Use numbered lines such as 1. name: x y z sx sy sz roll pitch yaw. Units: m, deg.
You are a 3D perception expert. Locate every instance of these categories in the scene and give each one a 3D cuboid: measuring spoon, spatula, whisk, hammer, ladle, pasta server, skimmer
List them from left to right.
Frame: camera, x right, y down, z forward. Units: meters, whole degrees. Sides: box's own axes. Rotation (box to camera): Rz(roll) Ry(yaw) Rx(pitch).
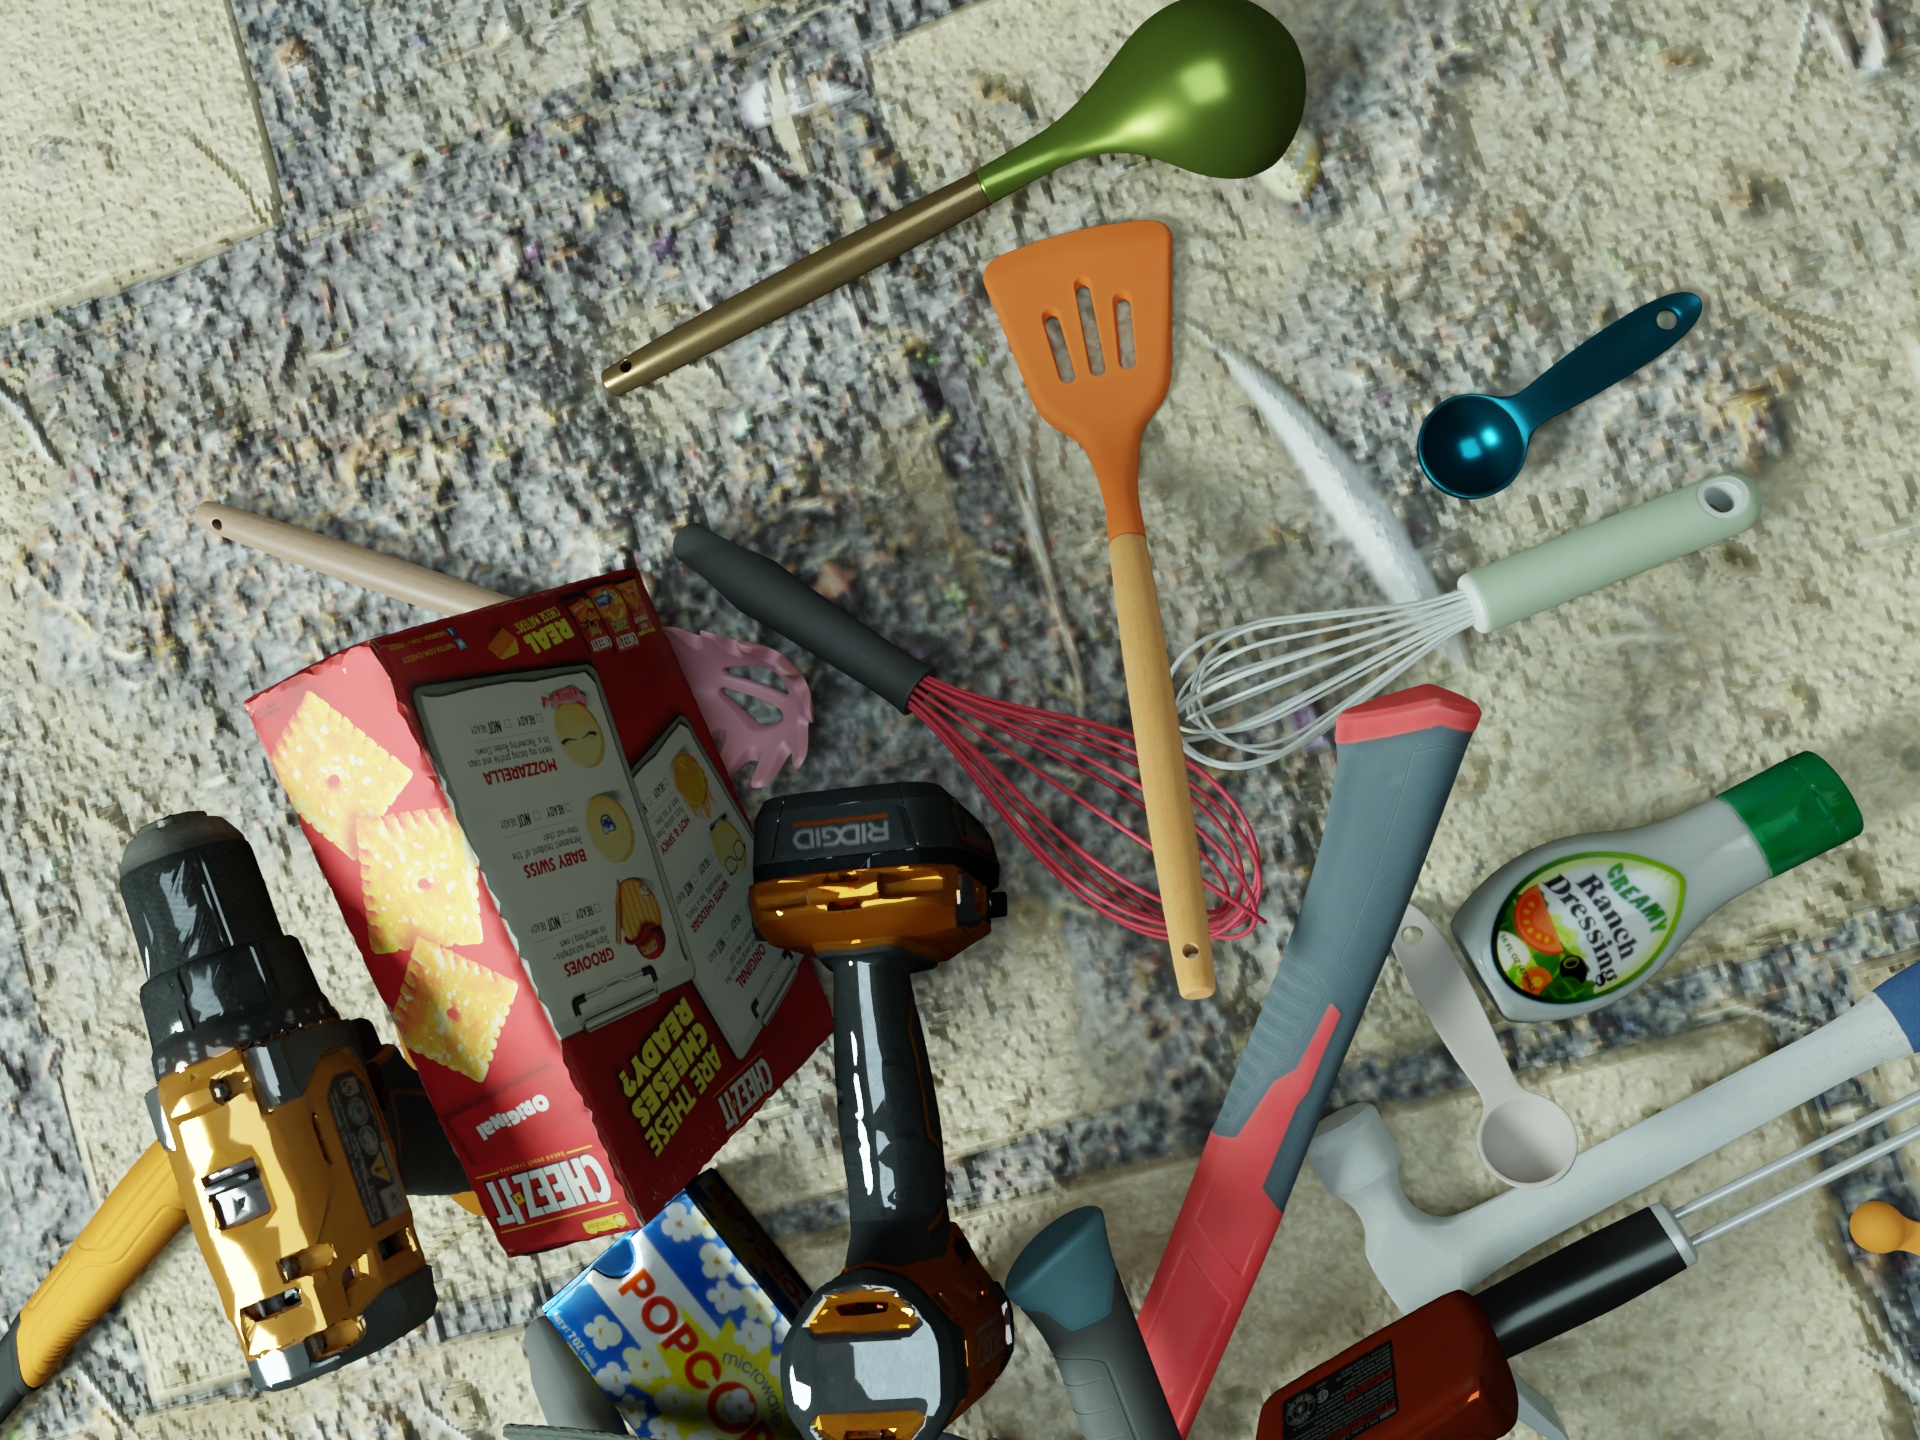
1. hammer: -0.405 0.275 0.725 0.127 0.034 0.337 40 96 9
2. pasta server: -0.204 -0.045 0.695 0.316 0.040 0.060 18 110 11
3. whisk: -0.121 0.341 0.633 0.055 0.055 0.239 -44 59 7
4. ladle: -0.010 -0.206 0.668 0.320 0.062 0.078 -23 77 16
5. whisk: -0.001 -0.002 0.648 0.296 0.073 0.073 33 95 15
6. spatula: 0.066 -0.053 0.614 0.081 0.041 0.323 -11 64 10
7. hammer: 0.091 0.340 0.580 0.128 0.033 0.331 -21 90 -10
8. hammer: 0.123 0.174 0.596 0.143 0.038 0.386 21 104 9
9. whisk: 0.193 -0.042 0.621 0.246 0.059 0.058 -22 68 4
10. measuring spoon: 0.195 0.122 0.605 0.034 0.018 0.124 -29 50 10
11. measuring spoon: 0.237 -0.130 0.631 0.128 0.021 0.042 -33 84 -1
12. skimmer: 0.293 0.139 0.538 0.363 0.090 0.127 -32 51 11
13. hammer: 0.340 0.123 0.594 0.405 0.035 0.144 -31 83 8
14. measuring spoon: 0.395 0.204 0.593 0.117 0.011 0.021 14 91 10

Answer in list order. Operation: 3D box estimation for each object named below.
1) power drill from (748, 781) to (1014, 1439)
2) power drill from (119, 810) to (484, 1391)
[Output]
1. power drill: -0.021 0.149 0.611 0.084 0.164 0.227 -7 75 10
2. power drill: -0.215 0.121 0.596 0.084 0.226 0.185 -23 85 9
